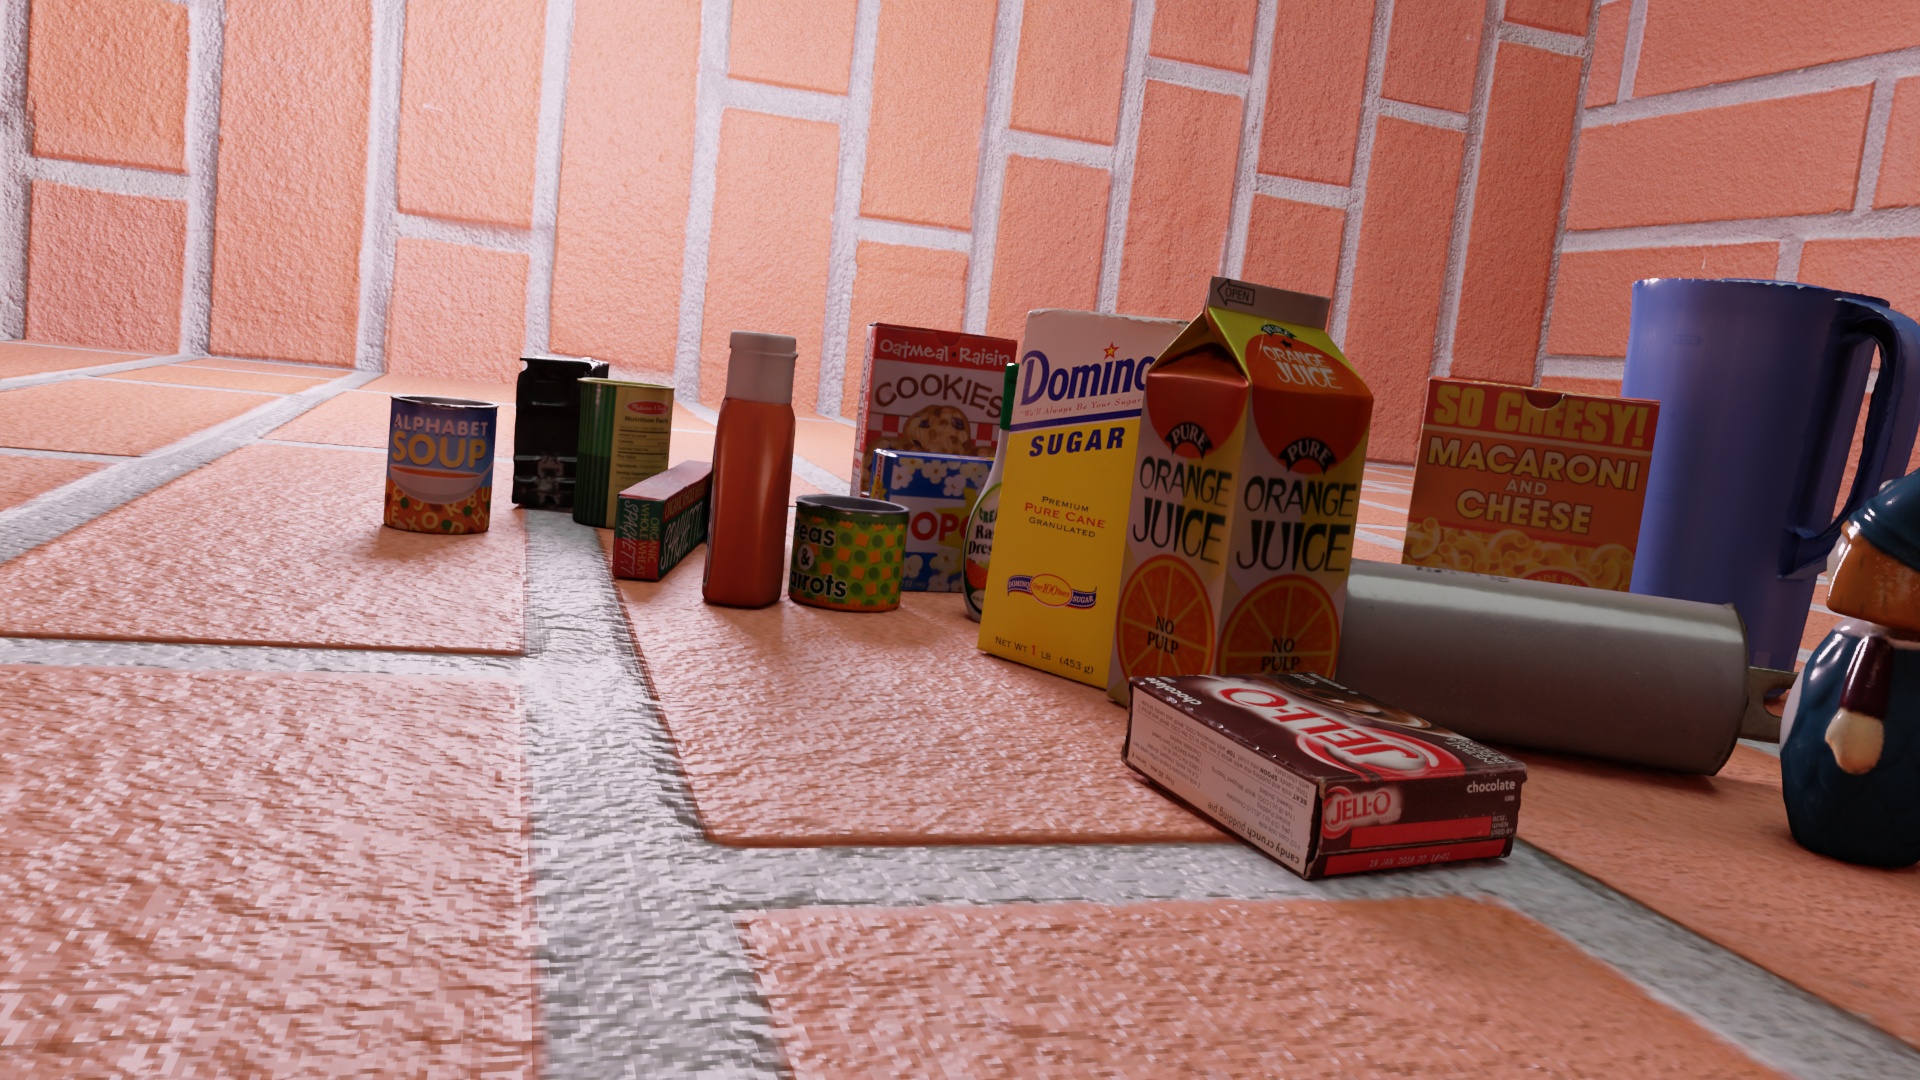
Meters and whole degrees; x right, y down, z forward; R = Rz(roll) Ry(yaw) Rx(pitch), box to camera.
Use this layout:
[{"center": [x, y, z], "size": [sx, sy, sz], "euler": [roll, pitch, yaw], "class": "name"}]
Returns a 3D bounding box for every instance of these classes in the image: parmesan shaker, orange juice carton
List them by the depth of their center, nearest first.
[{"center": [0.123, -0.015, 0.607], "size": [0.072, 0.192, 0.073], "euler": [2, 8, -30], "class": "orange juice carton"}, {"center": [-0.246, -0.063, 1.001], "size": [0.071, 0.103, 0.071], "euler": [6, 7, -1], "class": "parmesan shaker"}]

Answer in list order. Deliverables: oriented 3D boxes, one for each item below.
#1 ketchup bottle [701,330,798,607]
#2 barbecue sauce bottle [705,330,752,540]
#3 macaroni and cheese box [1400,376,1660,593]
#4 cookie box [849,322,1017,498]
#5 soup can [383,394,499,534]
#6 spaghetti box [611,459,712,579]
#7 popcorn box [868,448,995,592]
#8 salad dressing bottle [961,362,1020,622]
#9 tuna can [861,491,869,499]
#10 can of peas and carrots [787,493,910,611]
[{"center": [-0.114, -0.040, 0.768], "size": [0.043, 0.148, 0.065], "euler": [6, 7, -1], "class": "ketchup bottle"}, {"center": [-0.147, -0.072, 0.976], "size": [0.044, 0.148, 0.065], "euler": [9, 7, 21], "class": "barbecue sauce bottle"}, {"center": [0.322, -0.005, 0.800], "size": [0.124, 0.166, 0.040], "euler": [9, 7, 19], "class": "macaroni and cheese box"}, {"center": [-0.023, -0.092, 1.157], "size": [0.123, 0.167, 0.040], "euler": [4, 7, -18], "class": "cookie box"}, {"center": [-0.337, -0.050, 0.899], "size": [0.071, 0.083, 0.071], "euler": [6, 7, -1], "class": "soup can"}, {"center": [-0.189, -0.018, 0.913], "size": [0.029, 0.050, 0.250], "euler": [6, 8, -3], "class": "spaghetti box"}, {"center": [0.003, -0.011, 0.888], "size": [0.127, 0.085, 0.038], "euler": [3, 8, -25], "class": "popcorn box"}, {"center": [0.035, -0.025, 0.785], "size": [0.064, 0.147, 0.044], "euler": [12, 9, 40], "class": "salad dressing bottle"}, {"center": [-0.045, -0.019, 1.103], "size": [0.071, 0.032, 0.071], "euler": [6, 7, -1], "class": "tuna can"}, {"center": [-0.066, 0.007, 0.798], "size": [0.071, 0.058, 0.071], "euler": [6, 7, -1], "class": "can of peas and carrots"}]
